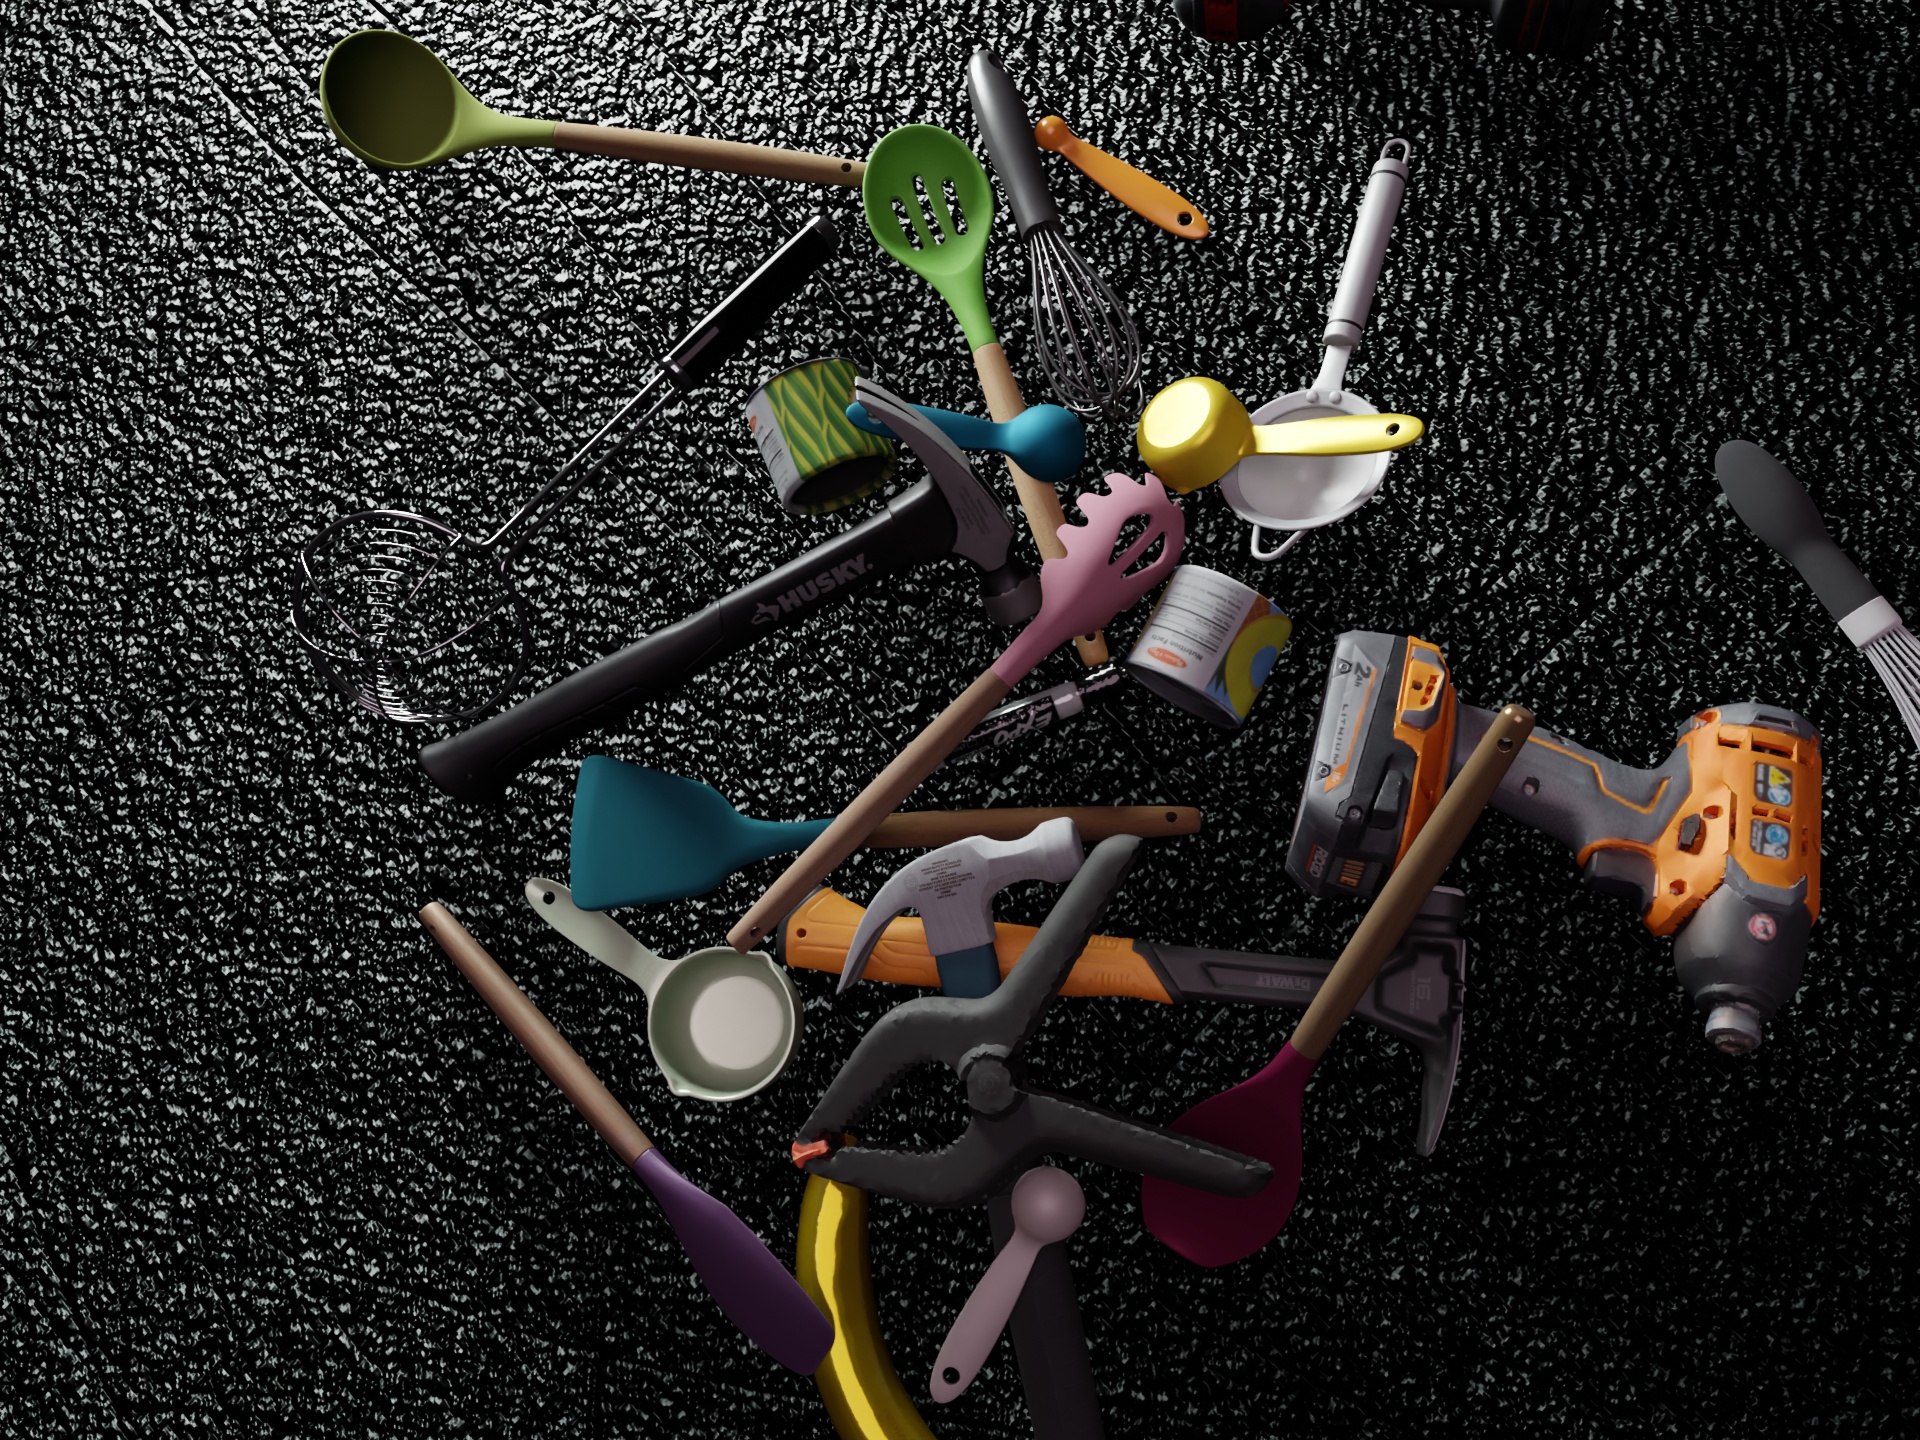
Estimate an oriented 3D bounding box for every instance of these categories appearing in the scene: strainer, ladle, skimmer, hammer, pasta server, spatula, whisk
[{"bbox_3d":[0.197,-0.189,0.819,0.087,0.050,0.258,11,75,30],"label":"strainer"},{"bbox_3d":[-0.206,-0.334,0.900,0.320,0.062,0.078,10,84,8],"label":"ladle"},{"bbox_3d":[-0.205,-0.146,0.870,0.363,0.090,0.127,-48,112,-13],"label":"skimmer"},{"bbox_3d":[0.028,0.220,0.752,0.128,0.033,0.331,-13,86,11],"label":"hammer"},{"bbox_3d":[-0.001,-0.003,0.792,0.316,0.040,0.060,-45,106,-2],"label":"pasta server"},{"bbox_3d":[-0.038,0.055,0.809,0.317,0.044,0.082,-3,70,7],"label":"spatula"},{"bbox_3d":[0.073,0.130,0.784,0.337,0.034,0.127,5,80,10],"label":"hammer"},{"bbox_3d":[-0.134,-0.047,0.821,0.335,0.035,0.146,-26,118,10],"label":"hammer"},{"bbox_3d":[-0.177,0.204,0.804,0.316,0.018,0.059,43,126,19],"label":"spatula"},{"bbox_3d":[0.447,-0.019,0.745,0.070,0.070,0.285,-32,72,2],"label":"whisk"},{"bbox_3d":[0.047,-0.263,0.854,0.055,0.055,0.239,-19,73,5],"label":"whisk"}]

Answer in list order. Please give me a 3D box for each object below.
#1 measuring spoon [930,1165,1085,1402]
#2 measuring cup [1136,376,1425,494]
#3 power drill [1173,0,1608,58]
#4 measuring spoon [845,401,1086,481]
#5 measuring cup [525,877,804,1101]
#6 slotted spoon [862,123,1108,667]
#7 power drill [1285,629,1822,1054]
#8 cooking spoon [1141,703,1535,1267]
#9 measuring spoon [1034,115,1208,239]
[{"bbox_3d":[0.018,0.261,0.727,0.034,0.018,0.124,29,94,9],"label":"measuring spoon"},{"bbox_3d":[0.152,-0.145,0.782,0.157,0.029,0.062,7,70,45],"label":"measuring cup"},{"bbox_3d":[0.236,-0.448,0.843,0.227,0.080,0.188,11,81,14],"label":"power drill"},{"bbox_3d":[0.006,-0.151,0.814,0.128,0.021,0.042,6,75,-14],"label":"measuring spoon"},{"bbox_3d":[-0.153,0.130,0.818,0.168,0.038,0.083,32,86,15],"label":"measuring cup"},{"bbox_3d":[0.020,-0.174,0.850,0.070,0.031,0.314,-19,80,-2],"label":"slotted spoon"},{"bbox_3d":[0.270,0.053,0.722,0.226,0.084,0.164,13,58,10],"label":"power drill"},{"bbox_3d":[0.165,0.127,0.706,0.069,0.017,0.318,31,116,12],"label":"cooking spoon"},{"bbox_3d":[0.088,-0.297,0.869,0.117,0.011,0.021,38,87,13],"label":"measuring spoon"}]
